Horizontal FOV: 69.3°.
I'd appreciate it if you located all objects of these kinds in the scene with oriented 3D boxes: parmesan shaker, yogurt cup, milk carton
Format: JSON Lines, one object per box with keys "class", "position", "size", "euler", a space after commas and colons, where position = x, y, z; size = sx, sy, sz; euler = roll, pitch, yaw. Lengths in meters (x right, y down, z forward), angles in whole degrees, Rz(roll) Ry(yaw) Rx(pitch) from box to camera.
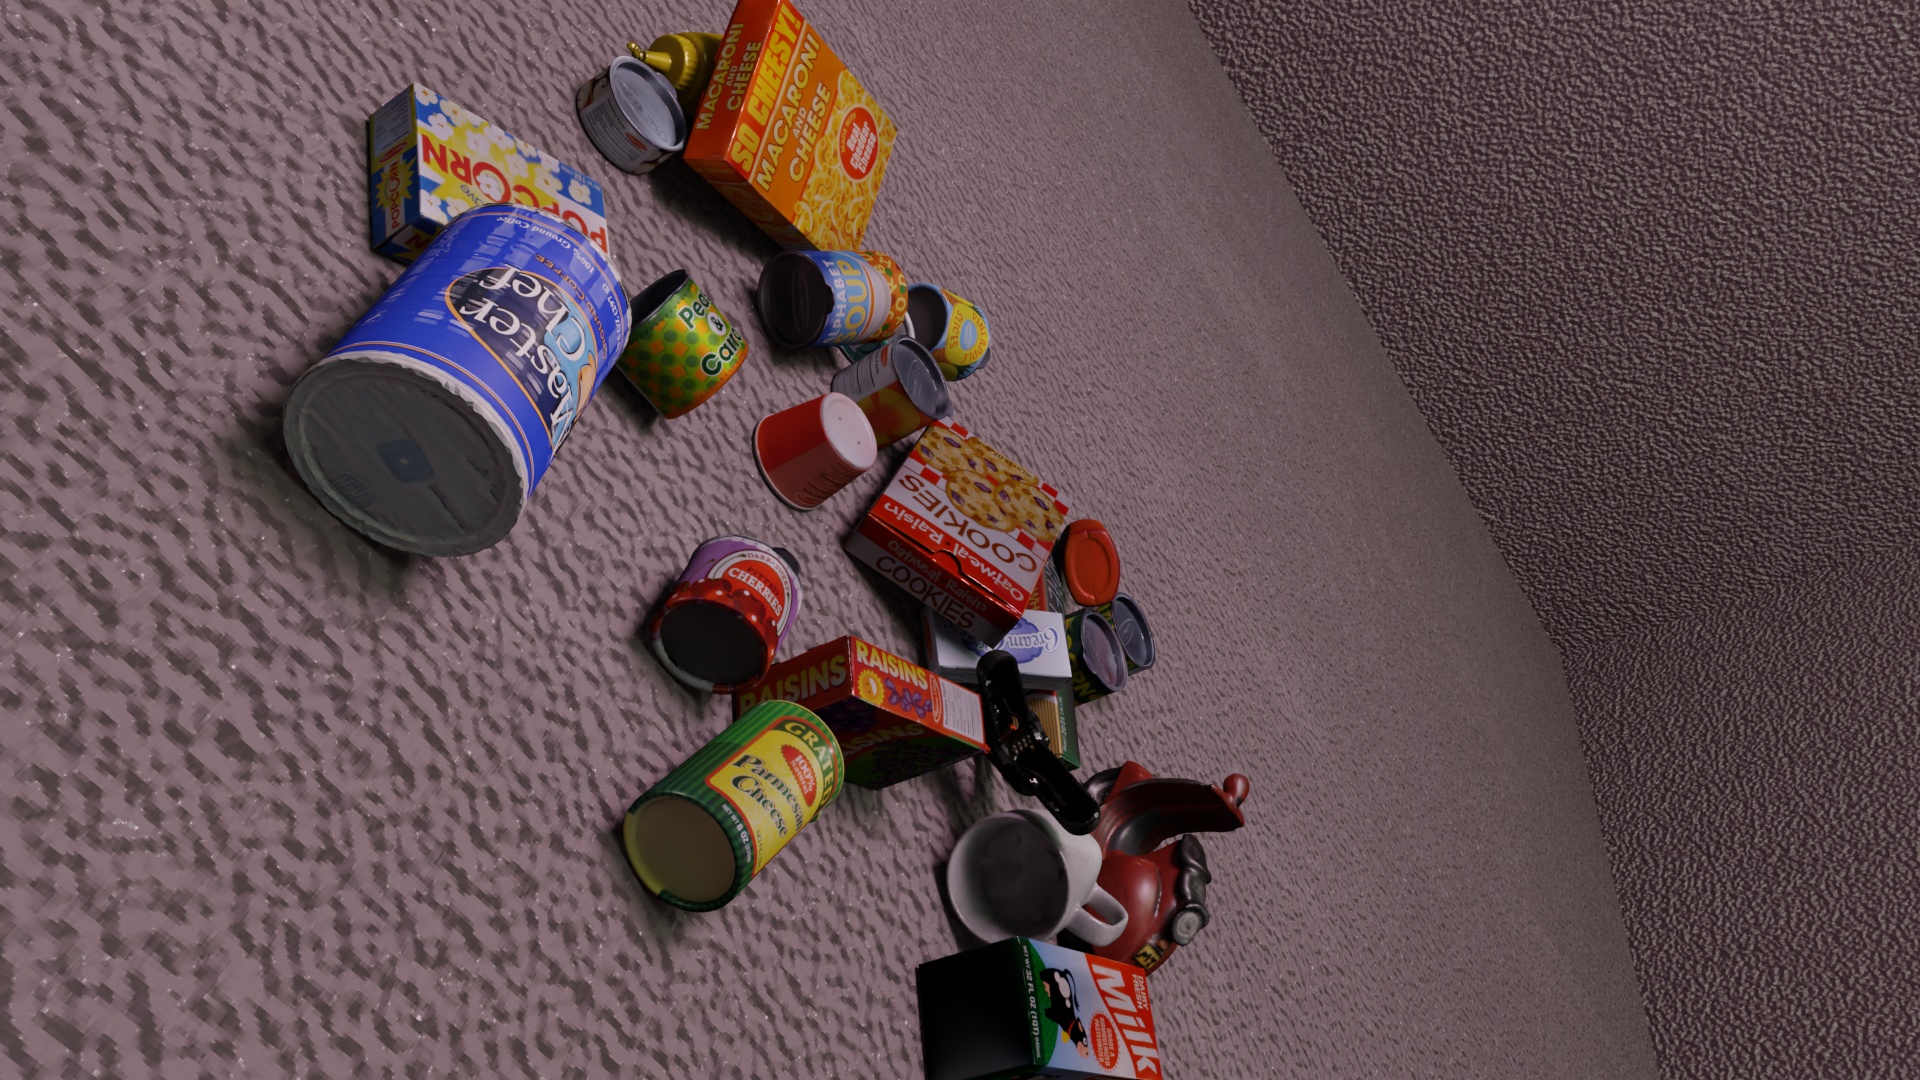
{"class": "parmesan shaker", "position": [-0.109, 0.133, 0.690], "size": [0.071, 0.071, 0.103], "euler": [62, 28, -6]}
{"class": "yogurt cup", "position": [-0.091, -0.060, 0.891], "size": [0.072, 0.054, 0.073], "euler": [39, 37, -39]}
{"class": "milk carton", "position": [0.062, 0.297, 0.844], "size": [0.190, 0.073, 0.072], "euler": [31, 43, -48]}

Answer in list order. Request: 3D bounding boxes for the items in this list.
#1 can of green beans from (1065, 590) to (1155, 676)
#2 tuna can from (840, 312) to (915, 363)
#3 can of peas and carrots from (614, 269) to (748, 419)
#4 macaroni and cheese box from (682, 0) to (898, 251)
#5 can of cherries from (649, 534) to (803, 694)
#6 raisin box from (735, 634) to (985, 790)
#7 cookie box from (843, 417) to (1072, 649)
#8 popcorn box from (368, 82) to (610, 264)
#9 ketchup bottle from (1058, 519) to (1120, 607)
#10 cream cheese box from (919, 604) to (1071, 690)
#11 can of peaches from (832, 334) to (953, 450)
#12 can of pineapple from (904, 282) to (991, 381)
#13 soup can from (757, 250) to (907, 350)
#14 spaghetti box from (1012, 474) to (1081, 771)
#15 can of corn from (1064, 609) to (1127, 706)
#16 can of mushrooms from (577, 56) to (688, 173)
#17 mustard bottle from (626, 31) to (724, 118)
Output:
{"class": "can of green beans", "position": [0.117, 0.083, 1.129], "size": [0.071, 0.057, 0.071], "euler": [40, 36, -39]}
{"class": "tuna can", "position": [-0.067, -0.161, 1.037], "size": [0.071, 0.032, 0.071], "euler": [41, 35, -38]}
{"class": "can of peas and carrots", "position": [-0.162, -0.113, 0.793], "size": [0.058, 0.071, 0.071], "euler": [51, 31, -27]}
{"class": "macaroni and cheese box", "position": [-0.113, -0.274, 0.956], "size": [0.166, 0.040, 0.124], "euler": [34, 69, -60]}
{"class": "can of cherries", "position": [-0.122, 0.038, 0.738], "size": [0.071, 0.071, 0.059], "euler": [53, 30, -21]}
{"class": "raisin box", "position": [-0.055, 0.100, 0.788], "size": [0.123, 0.086, 0.040], "euler": [31, 44, -47]}
{"class": "cookie box", "position": [0.003, -0.012, 0.980], "size": [0.123, 0.040, 0.168], "euler": [34, 33, -3]}
{"class": "popcorn box", "position": [-0.244, -0.172, 0.734], "size": [0.126, 0.038, 0.085], "euler": [21, 50, -53]}
{"class": "ketchup bottle", "position": [0.102, 0.012, 1.126], "size": [0.149, 0.043, 0.064], "euler": [-75, 158, -83]}
{"class": "cream cheese box", "position": [0.025, 0.073, 0.964], "size": [0.104, 0.024, 0.053], "euler": [7, 56, -24]}
{"class": "can of peaches", "position": [-0.049, -0.103, 0.996], "size": [0.071, 0.058, 0.071], "euler": [42, 35, -38]}
{"class": "can of pineapple", "position": [-0.017, -0.162, 1.085], "size": [0.058, 0.071, 0.071], "euler": [14, 56, -55]}
{"class": "soup can", "position": [-0.085, -0.166, 0.953], "size": [0.084, 0.071, 0.071], "euler": [-15, 81, -50]}
{"class": "spaghetti box", "position": [0.052, 0.062, 1.043], "size": [0.028, 0.050, 0.251], "euler": [39, 37, -43]}
{"class": "can of corn", "position": [0.085, 0.094, 1.065], "size": [0.071, 0.058, 0.071], "euler": [41, 36, -39]}
{"class": "can of mushrooms", "position": [-0.207, -0.270, 0.884], "size": [0.071, 0.033, 0.071], "euler": [40, 37, -38]}
{"class": "mustard bottle", "position": [-0.169, -0.316, 0.956], "size": [0.049, 0.065, 0.160], "euler": [47, 26, 22]}
